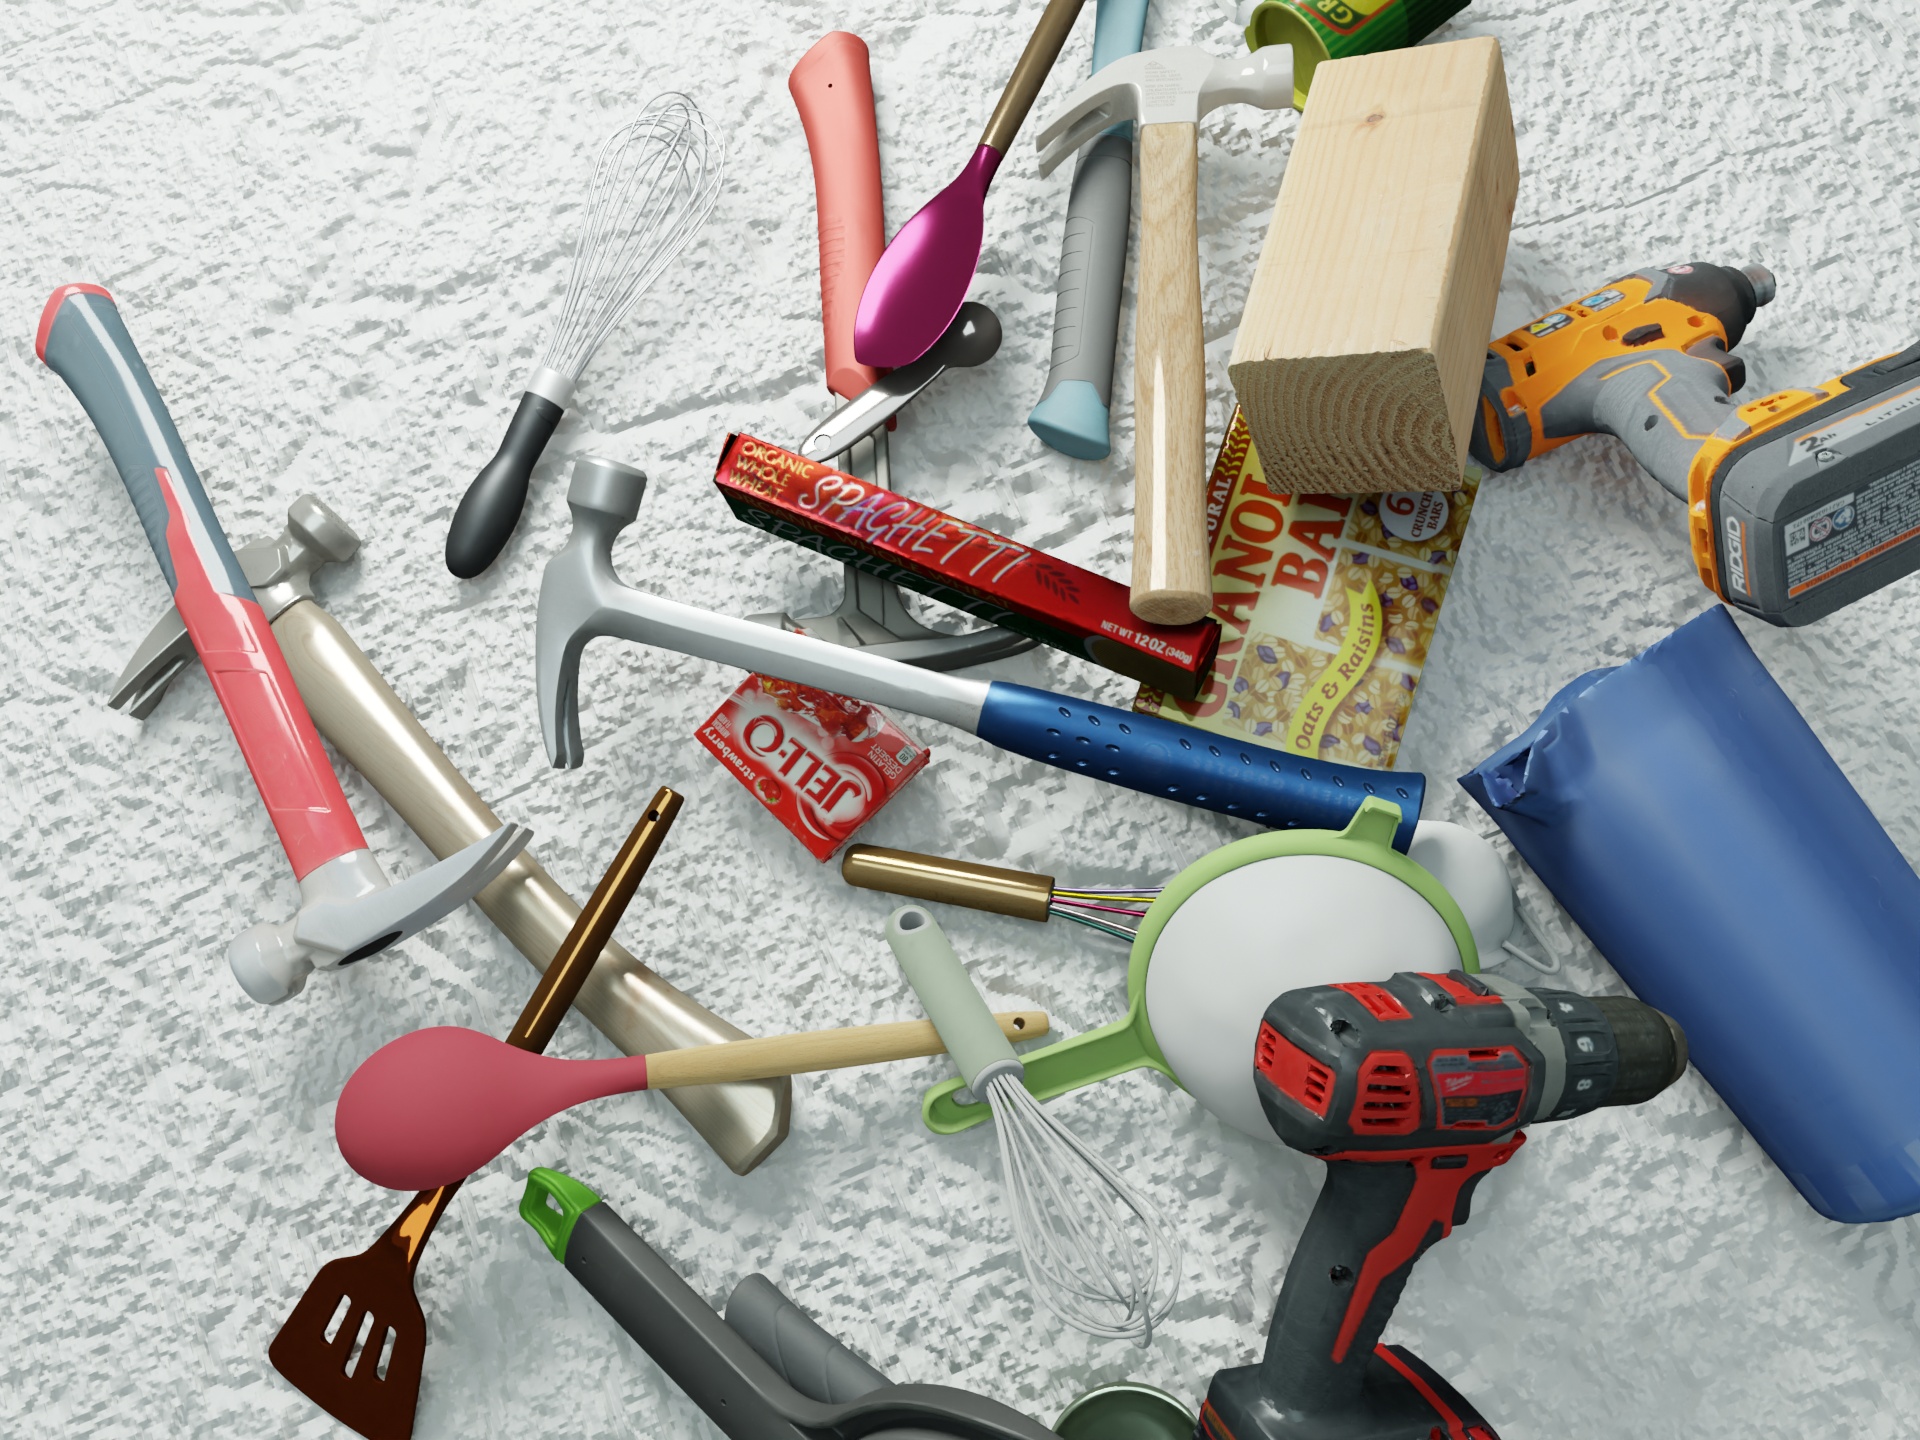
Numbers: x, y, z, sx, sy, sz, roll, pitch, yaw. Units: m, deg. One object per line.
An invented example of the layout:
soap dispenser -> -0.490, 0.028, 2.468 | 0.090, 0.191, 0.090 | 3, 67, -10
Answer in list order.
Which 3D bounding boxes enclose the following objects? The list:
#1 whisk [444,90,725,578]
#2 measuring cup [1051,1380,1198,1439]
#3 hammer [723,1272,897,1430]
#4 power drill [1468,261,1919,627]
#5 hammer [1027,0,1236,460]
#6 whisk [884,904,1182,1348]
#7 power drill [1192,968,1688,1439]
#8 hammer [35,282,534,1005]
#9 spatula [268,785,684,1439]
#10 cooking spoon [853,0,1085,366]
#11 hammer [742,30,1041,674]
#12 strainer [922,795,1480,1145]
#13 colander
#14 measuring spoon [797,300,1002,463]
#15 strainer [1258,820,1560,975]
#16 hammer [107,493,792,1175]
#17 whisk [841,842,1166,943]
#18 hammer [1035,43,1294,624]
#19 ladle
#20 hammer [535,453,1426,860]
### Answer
whisk -> -0.201, -0.203, 0.835 | 0.070, 0.070, 0.284 | 23, 83, 11
measuring cup -> 0.077, 0.363, 0.662 | 0.083, 0.038, 0.168 | -8, 77, 3
hammer -> 0.061, 0.339, 0.607 | 0.409, 0.036, 0.149 | 27, 117, 28
power drill -> 0.344, -0.142, 0.708 | 0.164, 0.084, 0.227 | -26, 33, -3
hammer -> 0.075, -0.295, 0.847 | 0.128, 0.033, 0.331 | 5, 75, 8
whisk -> 0.020, 0.157, 0.665 | 0.058, 0.059, 0.247 | -18, 38, -15
power drill -> 0.189, 0.206, 0.621 | 0.187, 0.080, 0.226 | 3, 102, -25
hammer -> -0.350, -0.064, 0.778 | 0.143, 0.038, 0.386 | -29, 75, -2
spatula -> -0.210, 0.173, 0.722 | 0.081, 0.041, 0.322 | 28, 84, 12
cooking spoon -> 0.026, -0.313, 0.824 | 0.069, 0.017, 0.319 | 13, 72, 38
hammer -> -0.044, -0.198, 0.829 | 0.149, 0.036, 0.359 | -5, 74, 4
strainer -> 0.098, 0.144, 0.678 | 0.256, 0.069, 0.151 | -22, 109, 13
colander -> -0.071, 0.321, 0.620 | 0.397, 0.094, 0.204 | 34, 118, 26
measuring spoon -> -0.032, -0.168, 0.792 | 0.124, 0.018, 0.034 | -38, 76, -5
strainer -> 0.157, 0.046, 0.735 | 0.258, 0.050, 0.087 | 23, 42, 18
hammer -> -0.241, 0.068, 0.772 | 0.411, 0.038, 0.146 | 43, 83, 14
whisk -> 0.064, 0.084, 0.738 | 0.245, 0.047, 0.051 | 9, 77, 11
hammer -> 0.097, -0.194, 0.754 | 0.130, 0.031, 0.332 | -1, 63, 9
ladle -> -0.112, 0.154, 0.704 | 0.315, 0.031, 0.069 | -5, 66, -13
hammer -> -0.001, -0.002, 0.712 | 0.405, 0.035, 0.144 | 15, 92, 8
